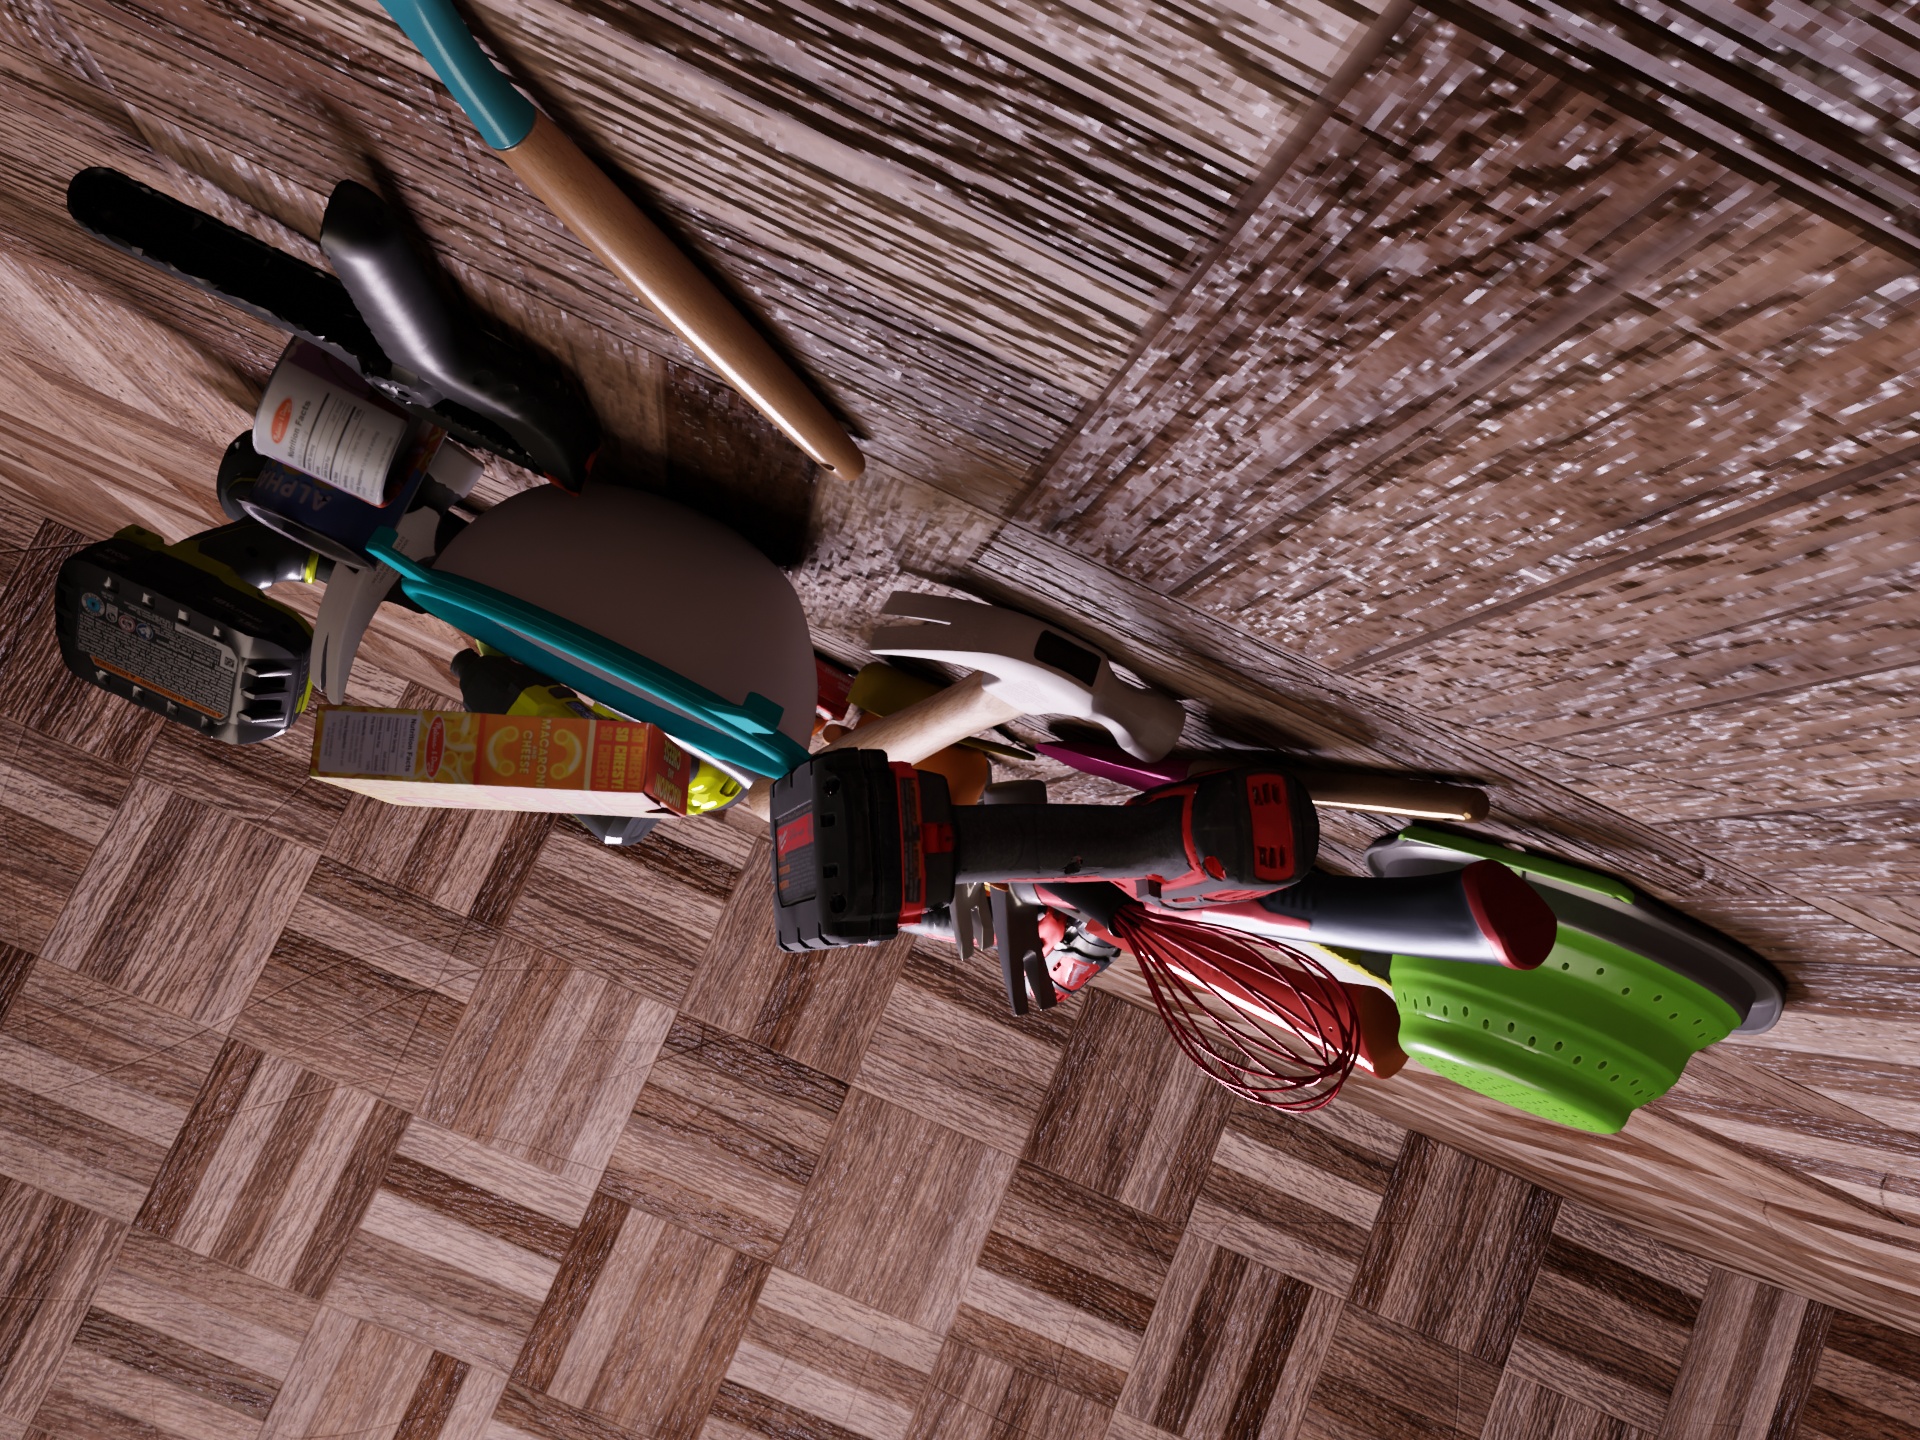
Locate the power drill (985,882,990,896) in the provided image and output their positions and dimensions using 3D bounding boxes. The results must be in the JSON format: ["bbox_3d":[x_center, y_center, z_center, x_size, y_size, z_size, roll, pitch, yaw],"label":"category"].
[{"bbox_3d":[0.029,0.128,1.343,0.164,0.084,0.226,28,165,-19],"label":"power drill"}]

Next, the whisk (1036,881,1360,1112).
[{"bbox_3d":[0.094,0.108,0.800,0.073,0.073,0.296,31,-178,-33],"label":"whisk"}]

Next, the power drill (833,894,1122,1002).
[{"bbox_3d":[0.025,0.128,1.175,0.226,0.080,0.187,19,141,-14],"label":"power drill"}]

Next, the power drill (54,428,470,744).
[{"bbox_3d":[-0.377,-0.082,0.919,0.190,0.080,0.229,24,-149,0],"label":"power drill"}]

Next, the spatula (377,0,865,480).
[{"bbox_3d":[-0.108,-0.132,0.422,0.082,0.044,0.317,14,167,30],"label":"spatula"}]

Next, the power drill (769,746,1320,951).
[{"bbox_3d":[0.032,0.057,0.707,0.219,0.078,0.143,-1,170,-19],"label":"power drill"}]

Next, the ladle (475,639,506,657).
[{"bbox_3d":[-0.337,-0.059,1.155,0.078,0.062,0.320,50,174,-6],"label":"ladle"}]

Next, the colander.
[{"bbox_3d":[0.325,0.171,0.845,0.205,0.094,0.396,16,167,38],"label":"colander"}]

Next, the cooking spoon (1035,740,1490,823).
[{"bbox_3d":[0.131,0.028,0.768,0.068,0.017,0.319,26,170,-26],"label":"cooking spoon"}]

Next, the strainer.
[{"bbox_3d":[-0.143,-0.044,0.818,0.211,0.095,0.340,24,173,6],"label":"strainer"}]

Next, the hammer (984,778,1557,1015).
[{"bbox_3d":[0.135,0.106,0.820,0.038,0.143,0.386,-8,-176,-32],"label":"hammer"}]

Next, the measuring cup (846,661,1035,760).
[{"bbox_3d":[-0.001,-0.003,0.917,0.062,0.029,0.156,24,-176,41],"label":"measuring cup"}]

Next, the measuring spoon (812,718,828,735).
[{"bbox_3d":[-0.090,0.002,1.018,0.021,0.011,0.117,-12,-170,9],"label":"measuring spoon"}]

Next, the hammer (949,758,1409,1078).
[{"bbox_3d":[0.112,0.136,0.959,0.036,0.149,0.359,-22,-152,-34],"label":"hammer"}]

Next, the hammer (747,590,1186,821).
[{"bbox_3d":[-0.034,0.010,0.810,0.130,0.031,0.331,30,154,-20],"label":"hammer"}]

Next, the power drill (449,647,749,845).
[{"bbox_3d":[-0.241,0.007,1.109,0.171,0.080,0.223,38,-169,12],"label":"power drill"}]

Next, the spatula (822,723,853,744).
[{"bbox_3d":[-0.076,0.027,1.109,0.081,0.041,0.322,18,177,2],"label":"spatula"}]

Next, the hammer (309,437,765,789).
[{"bbox_3d":[-0.221,-0.026,0.930,0.035,0.146,0.334,34,179,38],"label":"hammer"}]

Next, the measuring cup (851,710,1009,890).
[{"bbox_3d":[-0.008,0.041,0.918,0.095,0.052,0.174,19,-170,-34],"label":"measuring cup"}]
